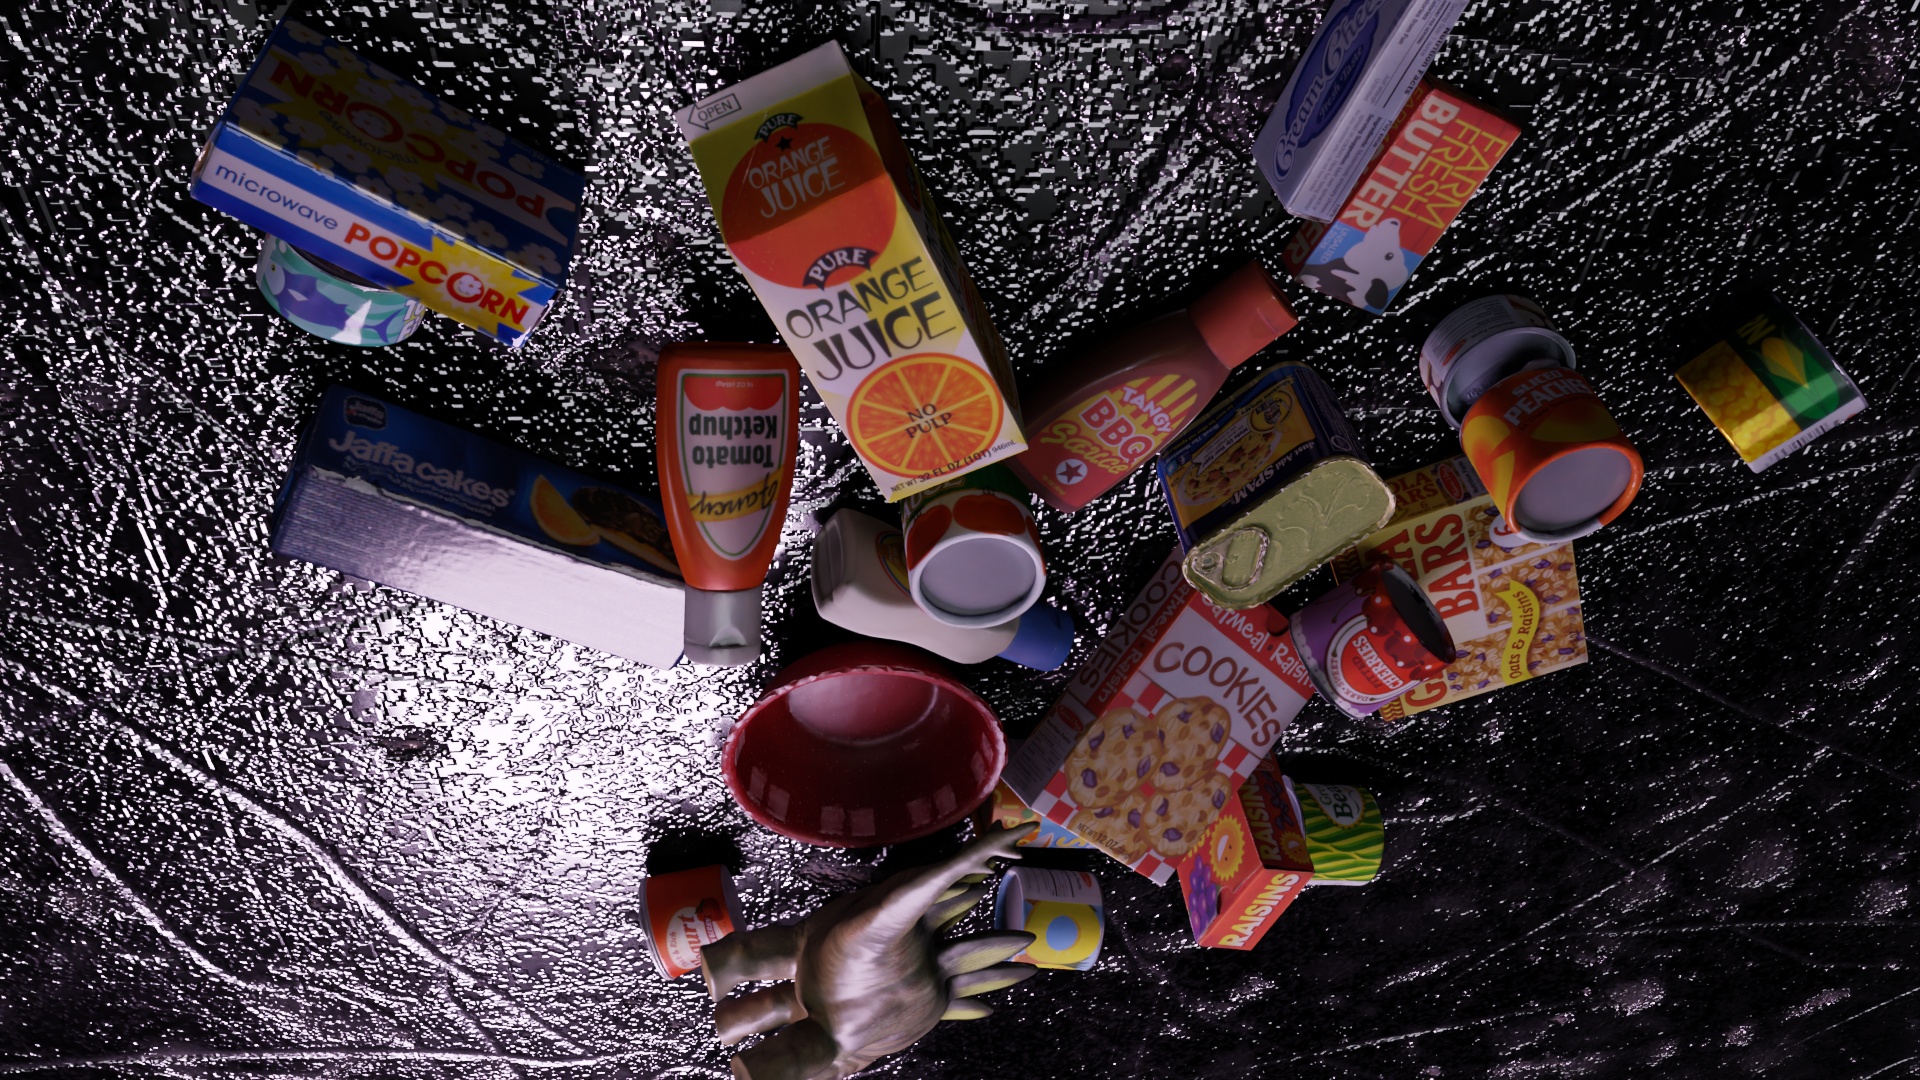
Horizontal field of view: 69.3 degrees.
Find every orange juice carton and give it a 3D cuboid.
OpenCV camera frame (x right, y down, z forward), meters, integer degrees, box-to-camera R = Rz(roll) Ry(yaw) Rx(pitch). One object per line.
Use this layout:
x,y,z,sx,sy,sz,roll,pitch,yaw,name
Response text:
-0.041,-0.114,0.589,0.072,0.073,0.192,-21,131,11,orange juice carton

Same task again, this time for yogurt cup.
-0.173,0.245,0.904,0.054,0.073,0.072,-17,133,-4,yogurt cup

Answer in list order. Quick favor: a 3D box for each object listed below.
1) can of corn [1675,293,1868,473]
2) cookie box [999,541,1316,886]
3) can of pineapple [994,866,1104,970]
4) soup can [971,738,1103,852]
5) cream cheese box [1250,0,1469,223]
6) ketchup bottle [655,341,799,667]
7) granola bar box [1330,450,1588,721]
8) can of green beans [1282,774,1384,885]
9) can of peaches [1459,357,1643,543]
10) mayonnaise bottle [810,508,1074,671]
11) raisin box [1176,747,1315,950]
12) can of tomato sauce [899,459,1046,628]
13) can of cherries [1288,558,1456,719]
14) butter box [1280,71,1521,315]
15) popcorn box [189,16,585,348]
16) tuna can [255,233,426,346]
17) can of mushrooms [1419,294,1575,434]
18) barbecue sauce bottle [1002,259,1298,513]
0.402,-0.078,0.695,0.071,0.071,0.058,34,120,-32,can of corn
0.120,0.101,0.785,0.123,0.040,0.167,37,92,-34,cookie box
0.060,0.259,0.947,0.058,0.071,0.070,8,130,-14,can of pineapple
0.053,0.158,0.853,0.084,0.072,0.071,3,131,-11,soup can
0.159,-0.187,0.565,0.024,0.053,0.103,12,130,-20,cream cheese box
-0.109,-0.017,0.645,0.065,0.043,0.148,-1,105,-19,ketchup bottle
0.279,0.024,0.785,0.124,0.039,0.165,-20,132,11,granola bar box
0.237,0.193,0.915,0.058,0.071,0.070,4,131,-13,can of green beans
0.282,-0.042,0.665,0.071,0.058,0.070,-5,134,-5,can of peaches
-0.007,0.033,0.738,0.148,0.065,0.041,21,129,-30,mayonnaise bottle
0.163,0.172,0.846,0.040,0.124,0.085,10,130,-18,raisin box
0.002,-0.009,0.684,0.071,0.083,0.070,-4,133,-5,can of tomato sauce
0.216,0.053,0.726,0.071,0.072,0.058,33,124,-32,can of cherries
0.195,-0.154,0.621,0.053,0.024,0.103,15,128,-22,butter box
-0.214,-0.137,0.534,0.126,0.085,0.038,25,125,-28,popcorn box
-0.245,-0.111,0.565,0.071,0.071,0.032,21,127,-25,tuna can
0.266,-0.085,0.688,0.071,0.033,0.070,-4,132,-5,can of mushrooms
0.090,-0.075,0.664,0.148,0.044,0.064,-36,126,22,barbecue sauce bottle
